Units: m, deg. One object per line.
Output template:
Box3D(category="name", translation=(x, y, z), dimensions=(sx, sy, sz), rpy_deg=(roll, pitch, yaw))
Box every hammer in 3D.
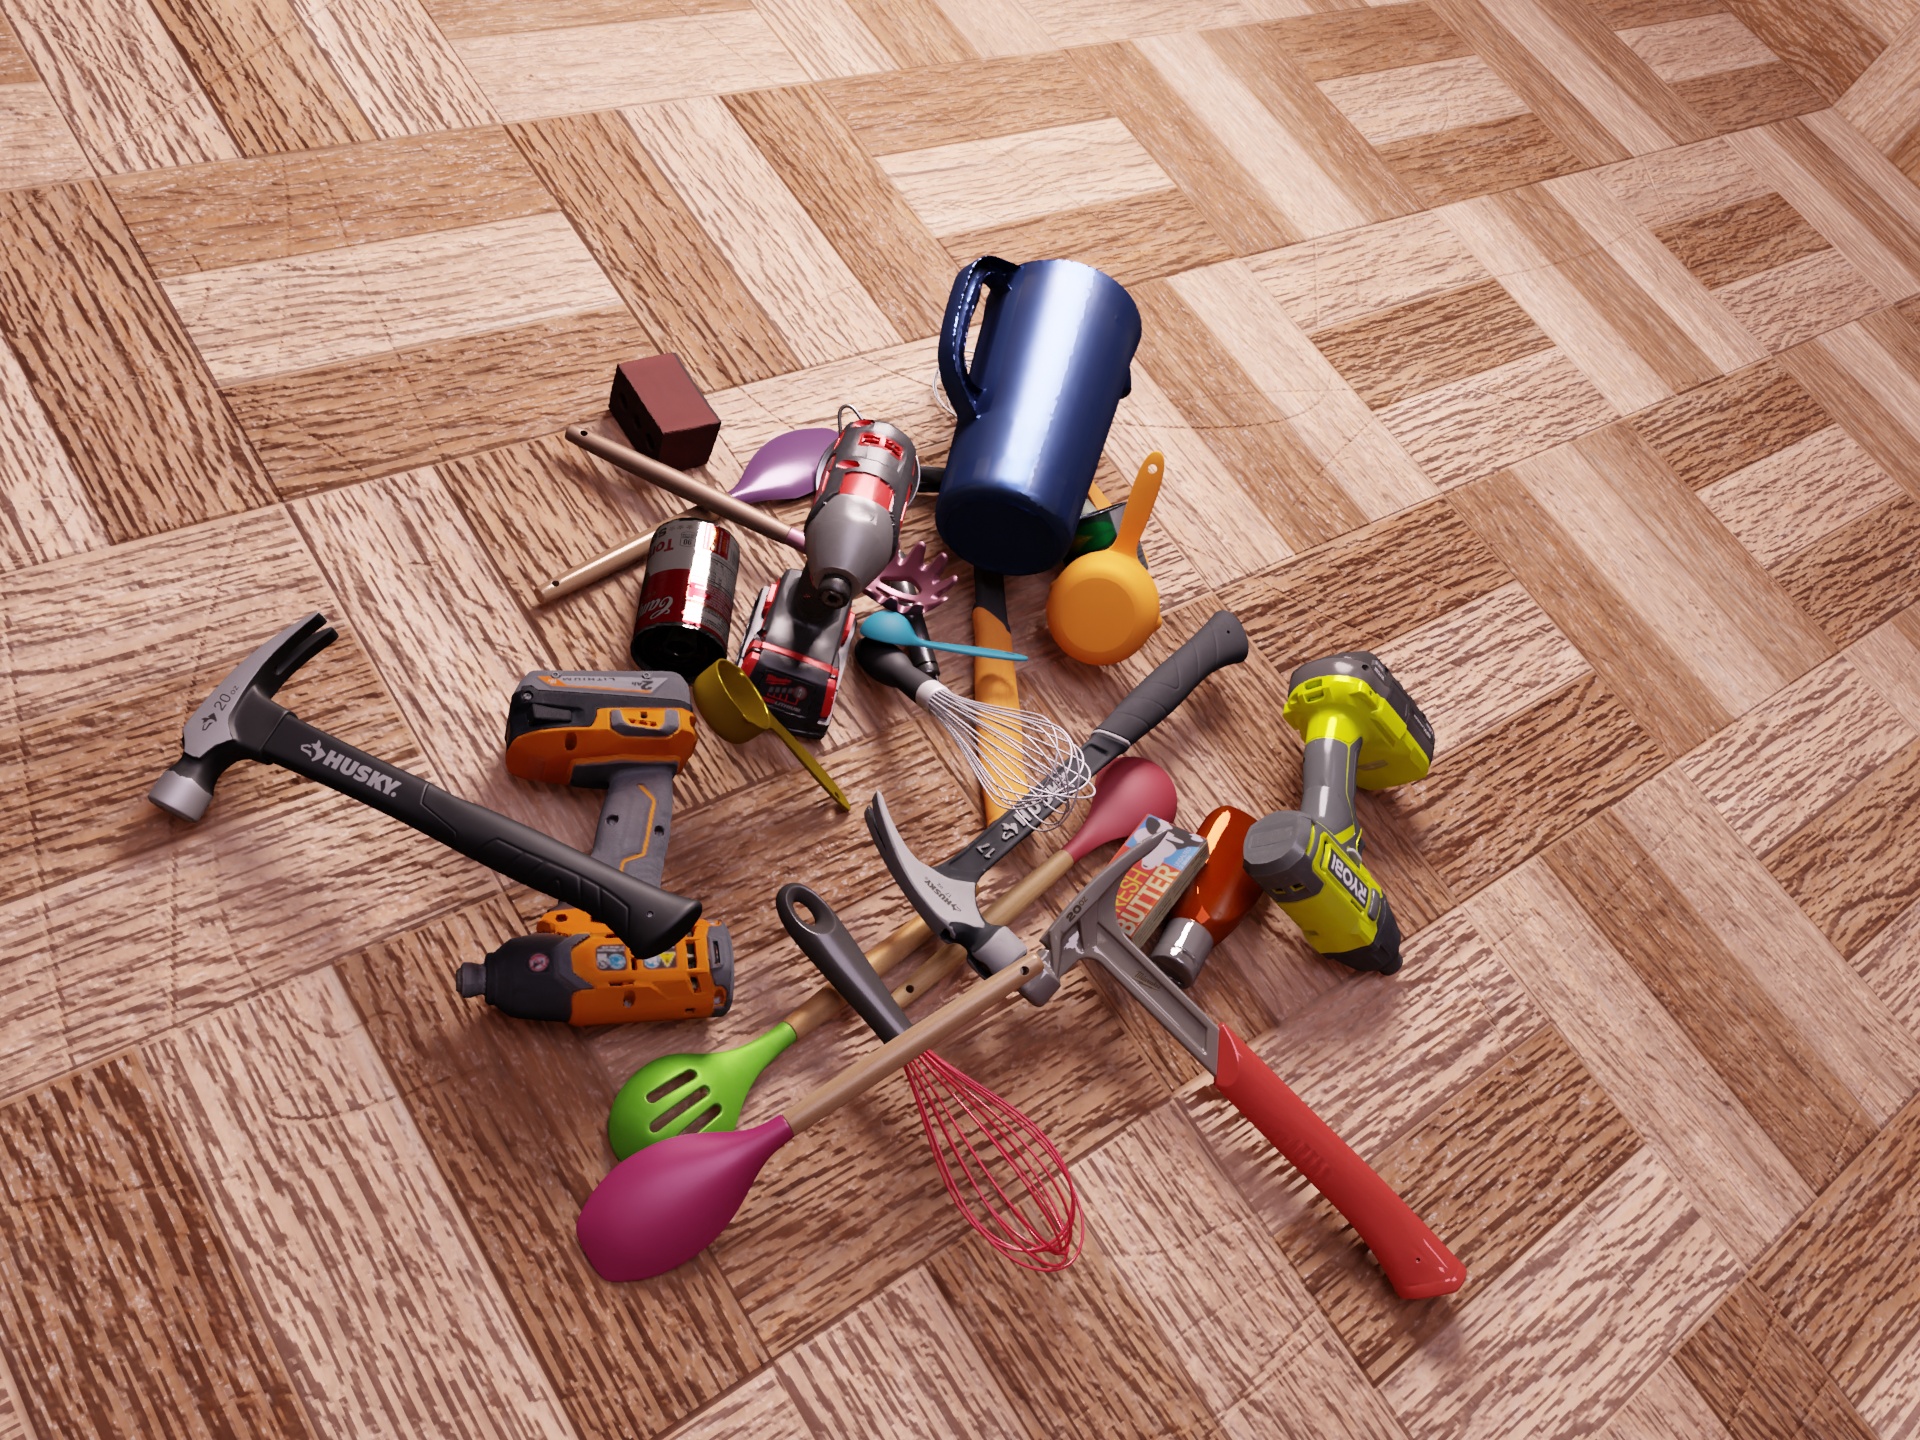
Box3D(category="hammer", translation=(-0.307, 0.052, 0.952), dimensions=(0.335, 0.035, 0.146), rpy_deg=(23, 70, 10))
Box3D(category="hammer", translation=(0.208, 0.245, 1.077), dimensions=(0.359, 0.036, 0.149), rpy_deg=(44, 81, 3))
Box3D(category="hammer", translation=(0.095, 0.022, 1.174), dimensions=(0.149, 0.036, 0.409), rpy_deg=(44, 51, 9))
Box3D(category="hammer", translation=(0.018, -0.059, 1.237), dimensions=(0.127, 0.034, 0.337), rpy_deg=(8, 55, -19))

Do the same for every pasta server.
Box3D(category="pasta server", translation=(-0.153, -0.156, 1.201), dimensions=(0.316, 0.040, 0.060), rpy_deg=(25, 56, 0))

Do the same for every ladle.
Box3D(category="ladle", translation=(0.058, 0.112, 1.144), dimensions=(0.069, 0.031, 0.315), rpy_deg=(46, 54, 11))

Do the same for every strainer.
Box3D(category="strainer", translation=(-0.054, -0.131, 1.251), dimensions=(0.087, 0.050, 0.259), rpy_deg=(-19, 69, 7))

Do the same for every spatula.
Box3D(category="spatula", translation=(-0.198, -0.161, 1.224), dimensions=(0.060, 0.018, 0.316), rpy_deg=(45, 51, 12))

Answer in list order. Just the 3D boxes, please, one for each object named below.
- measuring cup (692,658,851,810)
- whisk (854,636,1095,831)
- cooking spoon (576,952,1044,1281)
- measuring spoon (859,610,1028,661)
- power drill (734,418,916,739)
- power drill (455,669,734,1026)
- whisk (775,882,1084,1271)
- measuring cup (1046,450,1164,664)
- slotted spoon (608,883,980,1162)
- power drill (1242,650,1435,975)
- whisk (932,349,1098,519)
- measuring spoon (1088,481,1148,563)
Box3D(category="measuring cup", translation=(-0.128, 0.020, 1.088), dimensions=(0.156, 0.029, 0.062), rpy_deg=(50, 13, -36))
Box3D(category="whisk", translation=(-0.002, -0.002, 1.102), dimensions=(0.070, 0.070, 0.285), rpy_deg=(-12, 28, -29))
Box3D(category="cooking spoon", translation=(-0.082, 0.228, 0.952), dimensions=(0.319, 0.017, 0.069), rpy_deg=(-31, 85, -17))
Box3D(category="measuring spoon", translation=(-0.011, -0.064, 1.186), dimensions=(0.128, 0.021, 0.042), rpy_deg=(9, 12, -9))
Box3D(category="power drill", translation=(-0.094, -0.088, 1.089), dimensions=(0.078, 0.219, 0.143), rpy_deg=(19, 52, -10))
Box3D(category="power drill", translation=(-0.236, 0.083, 1.005), dimensions=(0.164, 0.084, 0.227), rpy_deg=(0, 62, -21))
Box3D(category="whisk", translation=(-0.023, 0.220, 1.001), dimensions=(0.073, 0.073, 0.296), rpy_deg=(-31, 76, -36))
Box3D(category="measuring cup", translation=(0.123, -0.125, 1.239), dimensions=(0.095, 0.173, 0.052), rpy_deg=(20, 19, 8))
Box3D(category="slotted spoon", translation=(-0.094, 0.185, 1.029), dimensions=(0.314, 0.031, 0.070), rpy_deg=(-34, 80, -38))
Box3D(category="power drill", translation=(0.298, 0.073, 1.223), dimensions=(0.171, 0.080, 0.223), rpy_deg=(44, 48, -28))
Box3D(category="whisk", translation=(0.061, -0.224, 1.364), dimensions=(0.058, 0.059, 0.246), rpy_deg=(-40, 81, 0))
Box3D(category="measuring spoon", translation=(0.132, -0.180, 1.381), dimensions=(0.021, 0.011, 0.117), rpy_deg=(-18, 66, -31))
